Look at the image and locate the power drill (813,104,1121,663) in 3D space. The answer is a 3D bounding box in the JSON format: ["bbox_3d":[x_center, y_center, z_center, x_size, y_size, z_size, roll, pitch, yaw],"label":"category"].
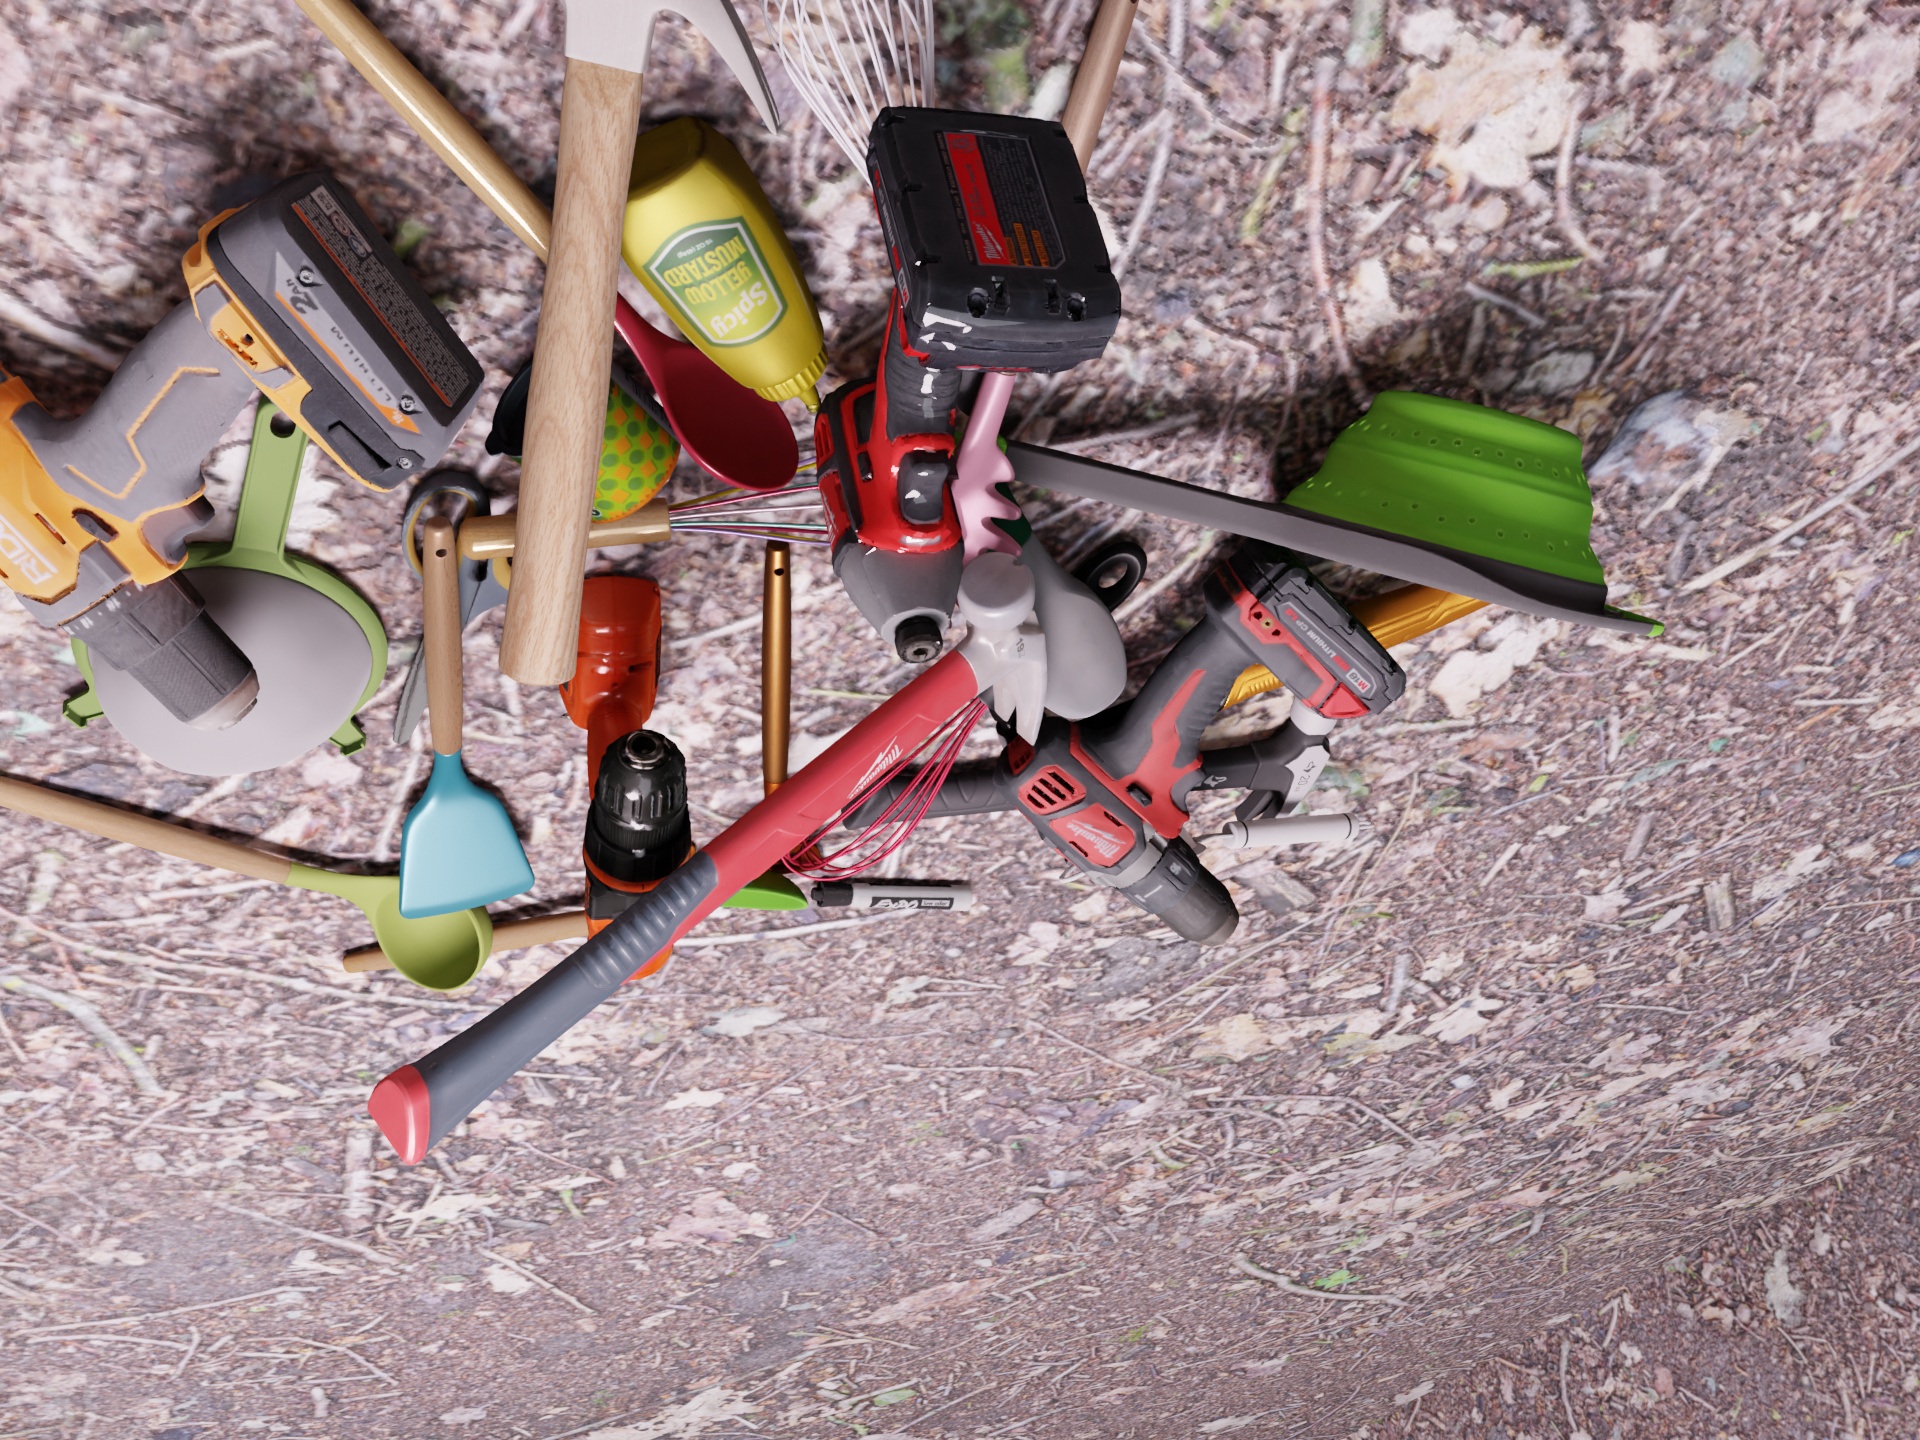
[{"bbox_3d":[-0.011,-0.131,0.670,0.078,0.143,0.219,-2,150,-18],"label":"power drill"}]

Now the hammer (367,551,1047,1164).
[{"bbox_3d":[-0.107,0.075,0.768,0.386,0.038,0.143,-39,153,-17],"label":"hammer"}]

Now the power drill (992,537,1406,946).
[{"bbox_3d":[0.156,0.021,0.958,0.187,0.080,0.226,41,105,-18],"label":"power drill"}]

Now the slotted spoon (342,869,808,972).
[{"bbox_3d":[-0.258,0.136,1.063,0.314,0.031,0.070,-10,162,1],"label":"slotted spoon"}]

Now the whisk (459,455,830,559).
[{"bbox_3d":[-0.126,-0.100,0.805,0.245,0.051,0.047,-8,144,-13],"label":"whisk"}]

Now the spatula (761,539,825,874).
[{"bbox_3d":[-0.115,0.010,0.976,0.081,0.041,0.322,-5,137,-12],"label":"spatula"}]

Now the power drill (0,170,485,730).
[{"bbox_3d":[-0.315,-0.103,0.681,0.226,0.084,0.185,-26,118,15],"label":"power drill"}]

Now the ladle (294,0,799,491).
[{"bbox_3d":[-0.173,-0.202,0.673,0.031,0.069,0.315,-16,140,28],"label":"ladle"}]

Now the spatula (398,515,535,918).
[{"bbox_3d":[-0.278,0.007,0.875,0.082,0.044,0.317,-12,148,-23],"label":"spatula"}]

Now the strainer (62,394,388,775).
[{"bbox_3d":[-0.350,-0.048,0.780,0.151,0.069,0.256,8,138,-28],"label":"strainer"}]

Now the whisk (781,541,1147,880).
[{"bbox_3d":[-0.002,-0.003,0.953,0.296,0.073,0.073,-42,136,15],"label":"whisk"}]

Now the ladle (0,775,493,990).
[{"bbox_3d":[-0.426,0.092,0.940,0.319,0.062,0.078,25,122,-37],"label":"ladle"}]

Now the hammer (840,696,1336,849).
[{"bbox_3d":[0.085,0.045,1.078,0.334,0.035,0.146,-5,140,-13],"label":"hammer"}]

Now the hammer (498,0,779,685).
[{"bbox_3d":[-0.157,-0.154,0.656,0.130,0.031,0.331,10,124,-10],"label":"hammer"}]

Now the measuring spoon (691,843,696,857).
[{"bbox_3d":[-0.207,0.121,1.087,0.021,0.011,0.117,11,135,-30],"label":"measuring spoon"}]

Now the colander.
[{"bbox_3d":[0.186,-0.137,0.838,0.397,0.205,0.094,12,102,-10],"label":"colander"}]

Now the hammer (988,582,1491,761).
[{"bbox_3d":[0.191,-0.025,1.002,0.337,0.034,0.127,-22,113,3],"label":"hammer"}]

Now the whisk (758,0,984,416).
[{"bbox_3d":[-0.022,-0.226,0.690,0.070,0.070,0.284,-19,147,4],"label":"whisk"}]

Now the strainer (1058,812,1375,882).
[{"bbox_3d":[0.180,0.076,1.088,0.258,0.050,0.087,-2,-177,-26],"label":"strainer"}]

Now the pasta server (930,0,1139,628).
[{"bbox_3d":[0.032,-0.183,0.732,0.060,0.040,0.316,-19,139,-43],"label":"pasta server"}]
